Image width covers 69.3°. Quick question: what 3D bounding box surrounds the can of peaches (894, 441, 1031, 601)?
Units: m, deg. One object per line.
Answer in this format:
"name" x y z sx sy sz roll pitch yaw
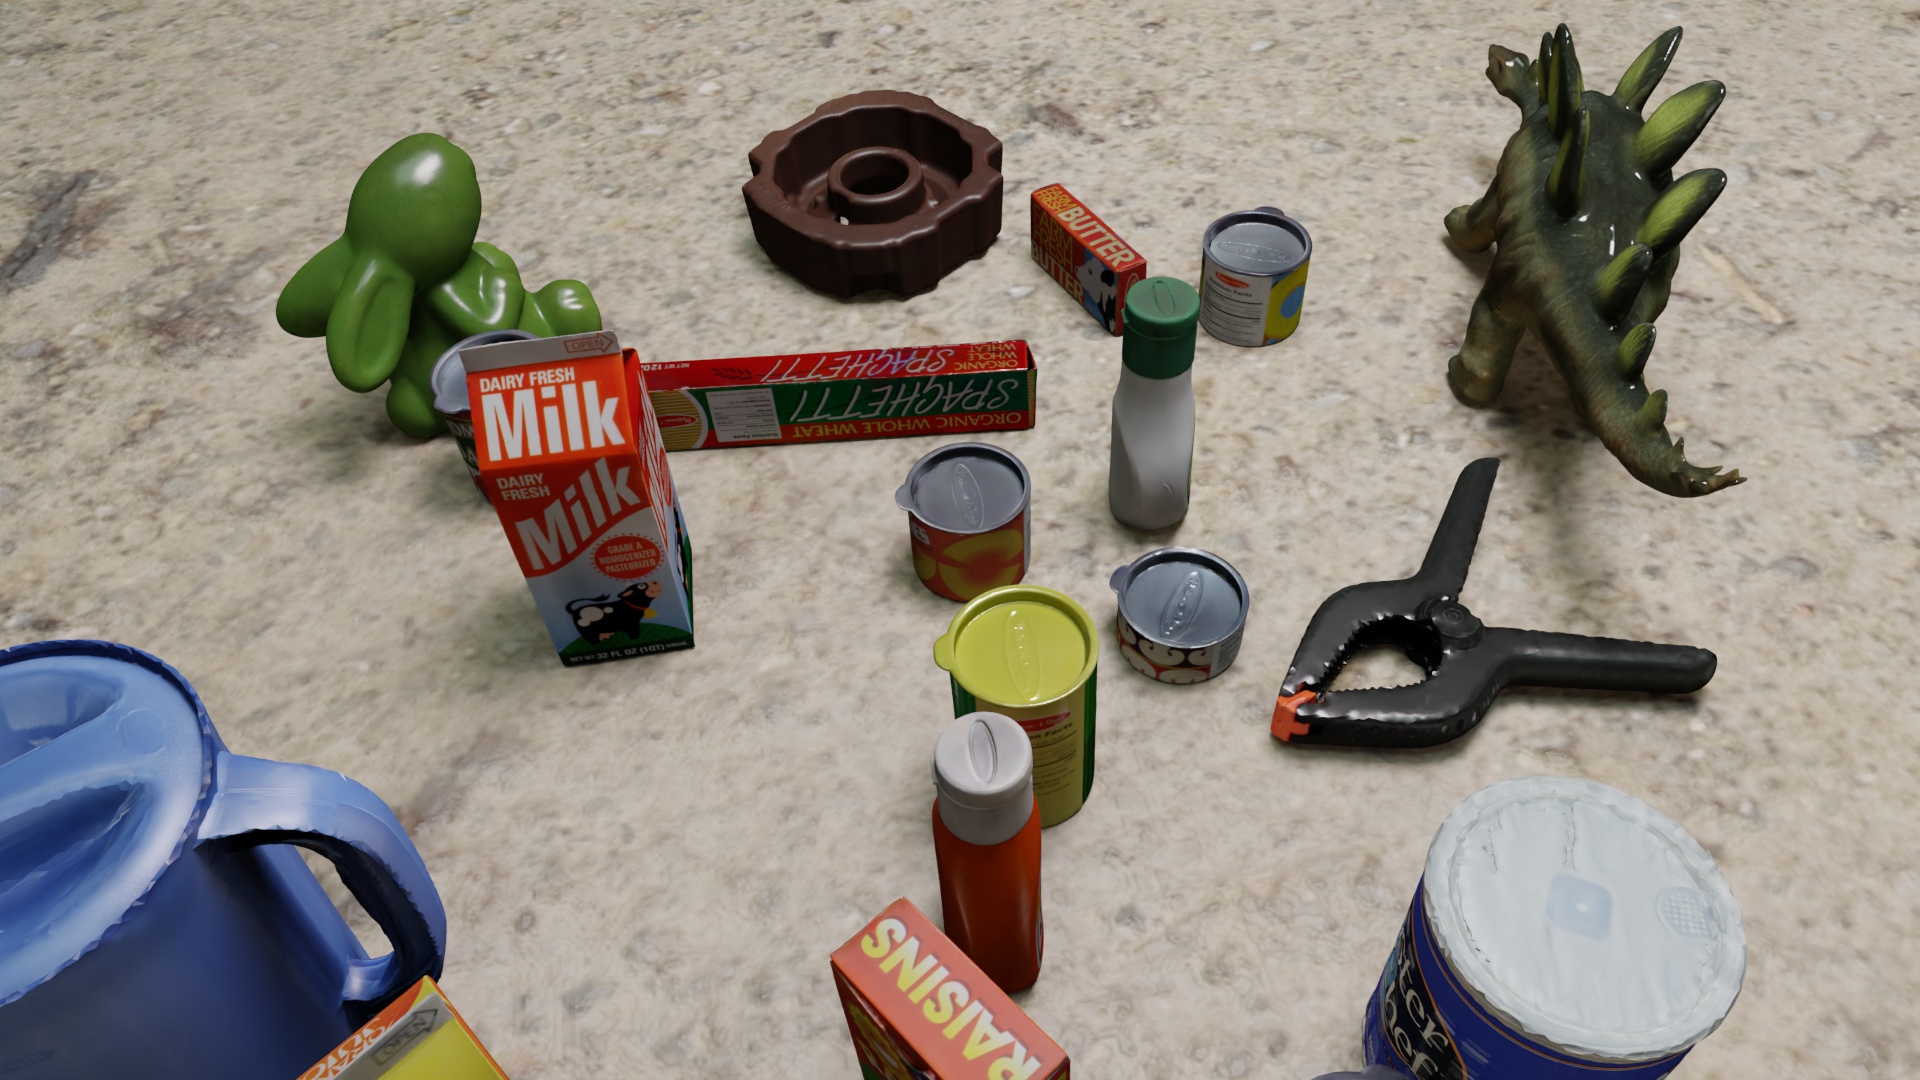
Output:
"can of peaches" 0.003 -0.009 0.742 0.071 0.057 0.071 -2 49 2

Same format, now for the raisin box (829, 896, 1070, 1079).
"raisin box" -0.002 0.198 0.516 0.040 0.122 0.086 -36 56 -25

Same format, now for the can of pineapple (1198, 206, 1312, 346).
"can of pineapple" 0.184 -0.165 0.867 0.071 0.057 0.071 -2 49 2

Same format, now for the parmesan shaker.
"parmesan shaker" 0.026 0.078 0.634 0.071 0.102 0.072 -2 49 2

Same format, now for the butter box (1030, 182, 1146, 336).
"butter box" 0.081 -0.182 0.893 0.024 0.052 0.104 -25 52 -17

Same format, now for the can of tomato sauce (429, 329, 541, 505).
"can of tomato sauce" -0.257 -0.066 0.793 0.071 0.082 0.071 -2 49 2

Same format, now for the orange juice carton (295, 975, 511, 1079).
"orange juice carton" -0.174 0.216 0.465 0.072 0.191 0.073 -38 57 -26

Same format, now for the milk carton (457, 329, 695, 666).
"milk carton" -0.182 -0.026 0.681 0.072 0.189 0.074 -9 49 -4

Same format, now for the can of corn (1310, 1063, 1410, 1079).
"can of corn" 0.145 0.238 0.514 0.071 0.058 0.071 -2 49 2

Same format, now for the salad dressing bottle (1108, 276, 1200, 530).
"salad dressing bottle" 0.102 -0.069 0.729 0.044 0.146 0.064 -6 49 -1

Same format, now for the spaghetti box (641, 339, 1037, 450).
"spaghetti box" -0.080 -0.084 0.819 0.250 0.050 0.029 -4 49 1

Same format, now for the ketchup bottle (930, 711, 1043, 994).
"ketchup bottle" 0.011 0.126 0.562 0.043 0.148 0.065 -8 49 -3

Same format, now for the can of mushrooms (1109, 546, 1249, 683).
"can of mushrooms" 0.110 0.037 0.710 0.071 0.033 0.071 -2 49 2
